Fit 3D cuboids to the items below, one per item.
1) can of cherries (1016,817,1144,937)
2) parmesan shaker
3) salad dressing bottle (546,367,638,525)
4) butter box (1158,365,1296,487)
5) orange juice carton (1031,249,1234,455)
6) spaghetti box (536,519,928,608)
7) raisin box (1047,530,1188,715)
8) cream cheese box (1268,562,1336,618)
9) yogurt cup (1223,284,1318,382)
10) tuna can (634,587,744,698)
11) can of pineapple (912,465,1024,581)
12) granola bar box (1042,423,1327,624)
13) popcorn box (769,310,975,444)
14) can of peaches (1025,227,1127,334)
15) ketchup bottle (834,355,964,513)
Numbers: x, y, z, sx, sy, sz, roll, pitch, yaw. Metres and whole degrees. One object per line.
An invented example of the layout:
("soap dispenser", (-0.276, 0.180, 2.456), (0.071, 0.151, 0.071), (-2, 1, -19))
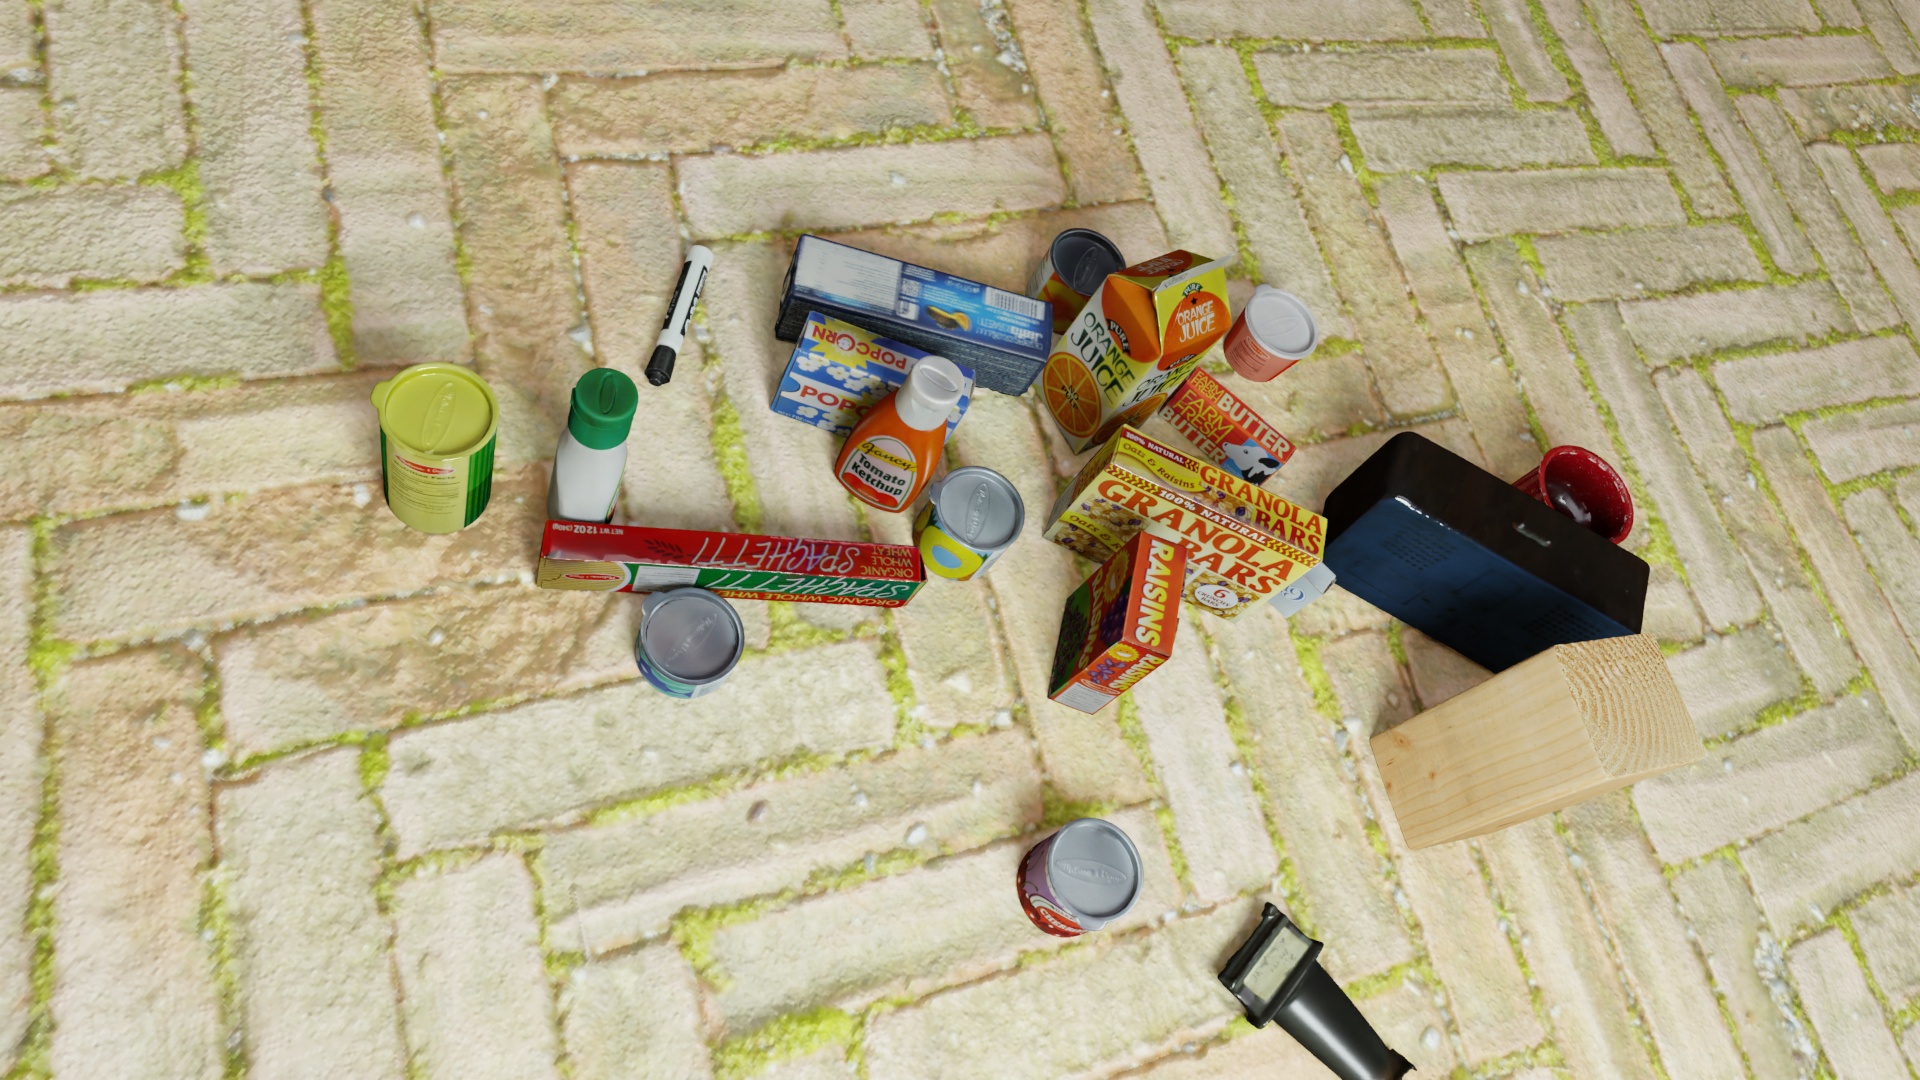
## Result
("can of cherries", (0.075, 0.221, 0.895), (0.071, 0.058, 0.072), (9, 62, -17))
("parmesan shaker", (-0.323, -0.056, 0.851), (0.071, 0.102, 0.071), (9, 62, -17))
("salad dressing bottle", (-0.228, -0.054, 0.861), (0.044, 0.147, 0.064), (9, 62, -17))
("butter box", (0.211, -0.088, 1.106), (0.103, 0.053, 0.024), (40, 58, 1))
("orange juice carton", (0.130, -0.146, 1.021), (0.072, 0.191, 0.073), (-24, 76, -29))
("spaghetti box", (-0.148, 0.018, 0.914), (0.250, 0.050, 0.029), (4, 64, -20))
("raisin box", (0.107, 0.059, 0.950), (0.040, 0.122, 0.086), (21, 60, -11))
("cream cheese box", (0.232, 0.009, 1.065), (0.104, 0.053, 0.024), (44, 58, 4))
("yogurt cup", (0.257, -0.169, 1.163), (0.072, 0.053, 0.072), (9, 62, -17))
("tuna can", (-0.176, 0.065, 0.890), (0.071, 0.032, 0.071), (9, 62, -17))
("can of pineapple", (0.004, -0.012, 0.984), (0.071, 0.057, 0.071), (9, 62, -17))
("granola bar box", (0.160, -0.009, 1.004), (0.165, 0.123, 0.039), (24, 59, -9))
("popcorn box", (-0.063, -0.106, 0.989), (0.127, 0.085, 0.038), (19, 60, -12))
("can of peaches", (0.094, -0.206, 1.115), (0.071, 0.057, 0.071), (9, 62, -17))
("ketchup bottle", (-0.038, -0.073, 0.944), (0.065, 0.148, 0.044), (30, 58, -5))
